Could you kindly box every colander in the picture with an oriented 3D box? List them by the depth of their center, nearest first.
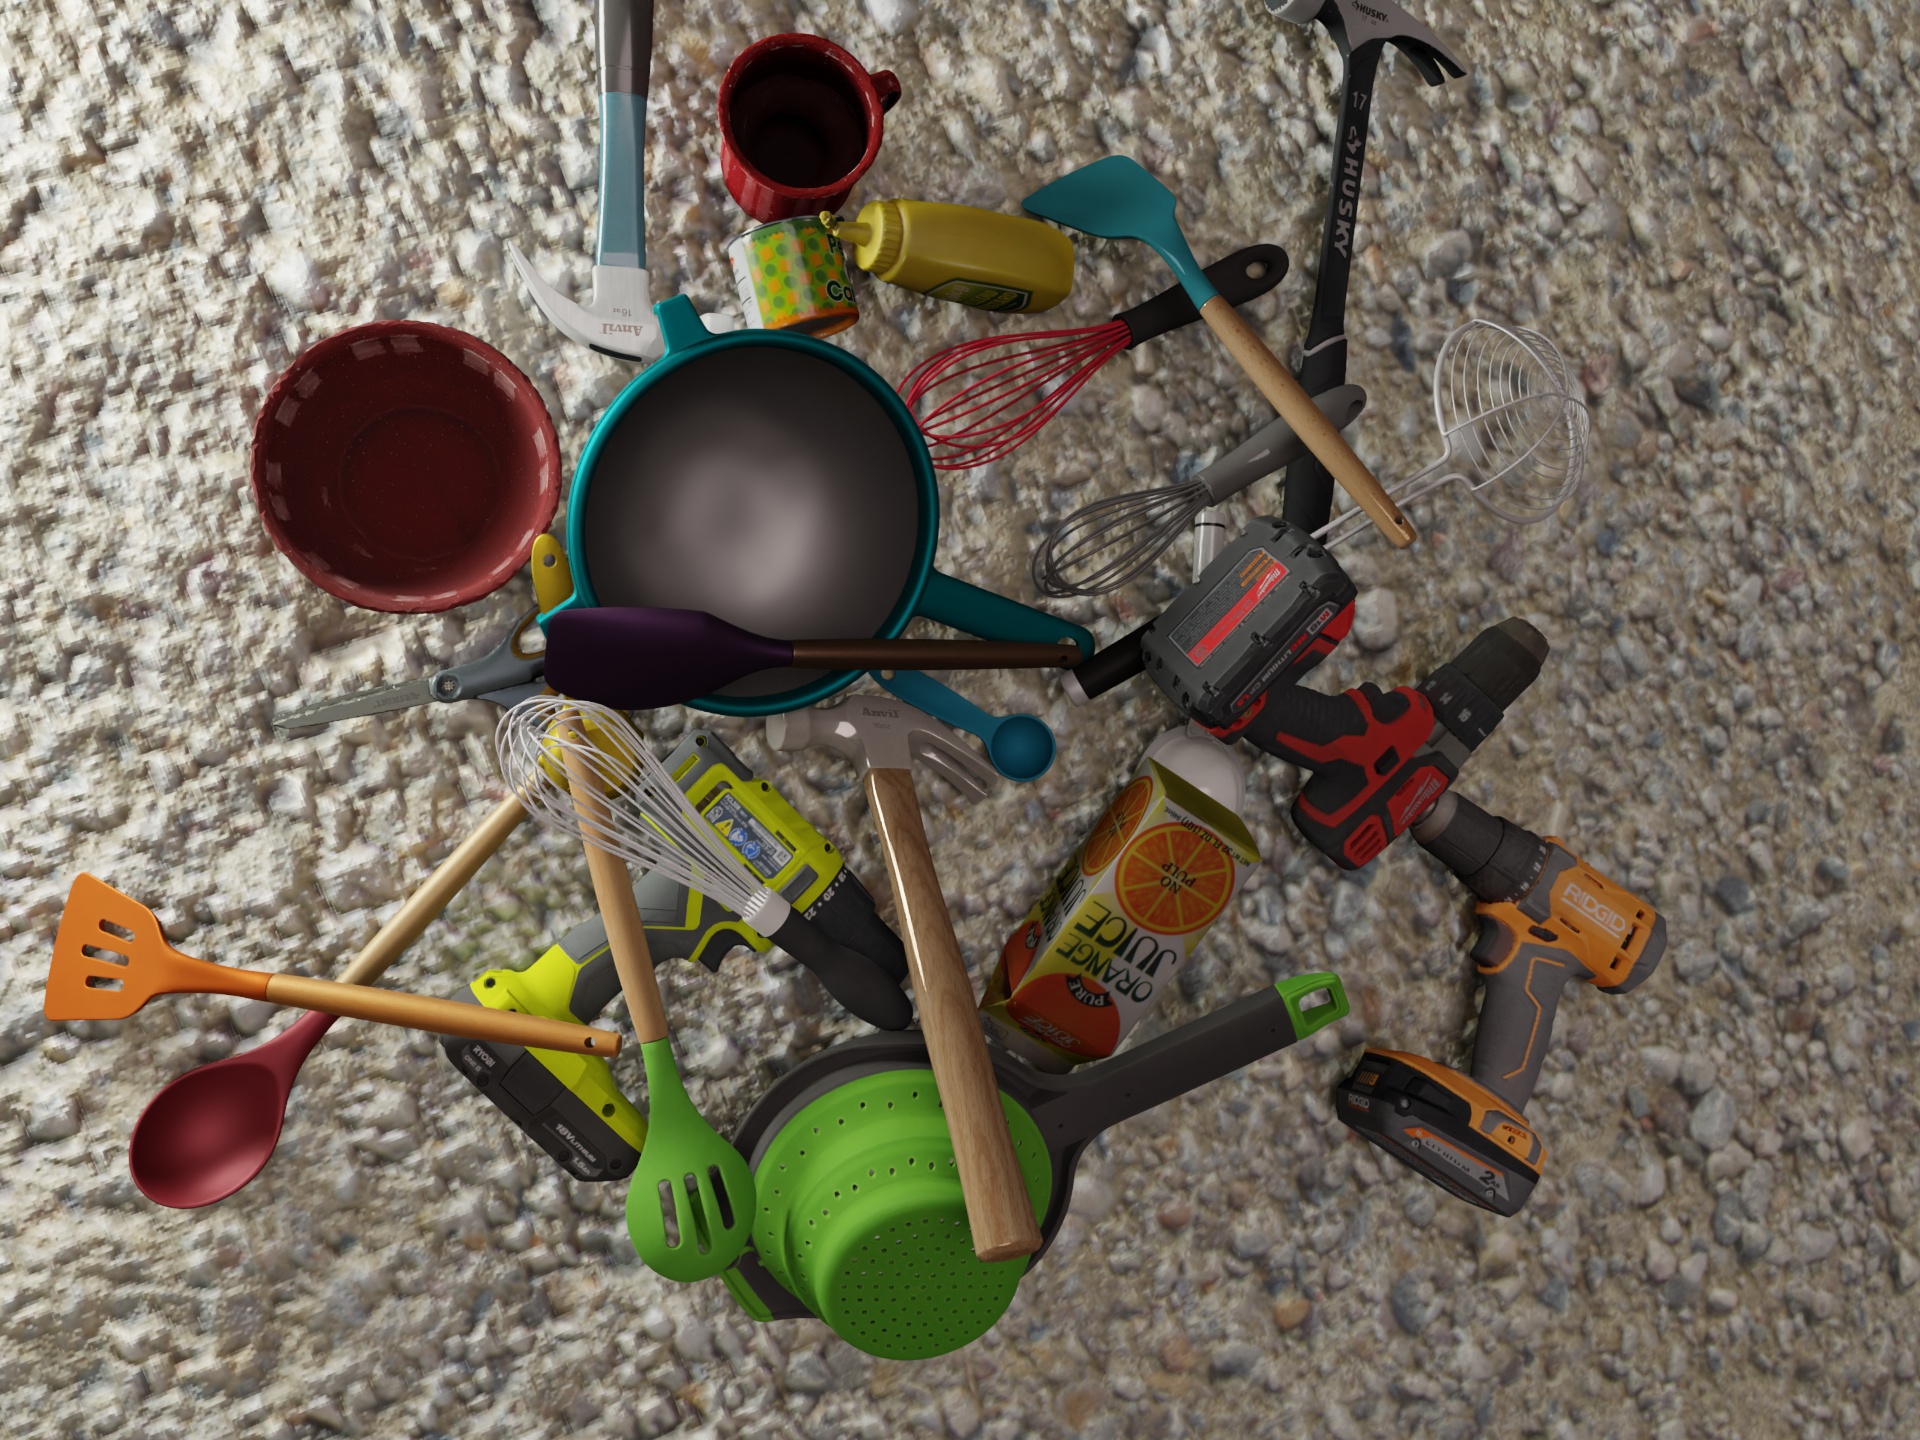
[{"bbox_3d":[0.046,0.249,0.884,0.397,0.095,0.204,-24,114,-1],"label":"colander"}]

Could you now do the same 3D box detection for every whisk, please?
[{"bbox_3d":[-0.126,0.083,0.845,0.284,0.070,0.070,42,81,-22],"label":"whisk"},{"bbox_3d":[0.145,-0.141,0.949,0.239,0.055,0.055,-31,96,-10],"label":"whisk"},{"bbox_3d":[0.084,-0.230,0.974,0.296,0.073,0.073,-29,95,-18],"label":"whisk"}]

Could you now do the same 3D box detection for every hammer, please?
[{"bbox_3d":[-0.013,0.127,0.869,0.130,0.031,0.332,2,55,-29],"label":"hammer"},{"bbox_3d":[-0.195,-0.375,0.926,0.128,0.033,0.331,1,89,-13],"label":"hammer"},{"bbox_3d":[0.236,-0.256,1.006,0.149,0.036,0.409,6,91,-29],"label":"hammer"}]

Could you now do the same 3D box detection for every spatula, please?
[{"bbox_3d":[-0.335,0.144,0.838,0.322,0.041,0.081,9,83,3],"label":"spatula"},{"bbox_3d":[-0.071,-0.035,0.882,0.315,0.018,0.059,-2,117,-26],"label":"spatula"},{"bbox_3d":[0.162,-0.222,0.943,0.082,0.044,0.317,-32,78,-20],"label":"spatula"}]

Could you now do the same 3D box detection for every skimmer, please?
[{"bbox_3d":[0.220,-0.114,0.972,0.363,0.090,0.127,-31,100,6],"label":"skimmer"}]

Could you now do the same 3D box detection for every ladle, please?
[{"bbox_3d":[-0.333,0.138,0.889,0.069,0.031,0.315,44,79,-11],"label":"ladle"}]

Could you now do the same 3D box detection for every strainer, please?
[{"bbox_3d":[-0.073,-0.097,0.927,0.340,0.095,0.211,18,97,-32],"label":"strainer"},{"bbox_3d":[0.151,-0.021,0.992,0.086,0.050,0.258,6,84,-27],"label":"strainer"}]

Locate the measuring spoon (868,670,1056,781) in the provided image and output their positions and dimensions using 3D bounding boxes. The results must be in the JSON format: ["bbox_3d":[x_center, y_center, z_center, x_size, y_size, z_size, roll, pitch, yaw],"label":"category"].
[{"bbox_3d":[-0.002,-0.003,0.972,0.128,0.021,0.042,29,76,-1],"label":"measuring spoon"}]

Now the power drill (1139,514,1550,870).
[{"bbox_3d":[0.235,-0.026,0.936,0.188,0.080,0.226,-47,127,10],"label":"power drill"}]

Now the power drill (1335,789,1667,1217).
[{"bbox_3d":[0.325,0.170,1.006,0.185,0.084,0.226,34,78,-9],"label":"power drill"}]

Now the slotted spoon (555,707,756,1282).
[{"bbox_3d":[-0.172,0.146,0.847,0.070,0.031,0.314,-14,87,-21],"label":"slotted spoon"}]

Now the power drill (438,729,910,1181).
[{"bbox_3d":[-0.157,0.145,0.903,0.190,0.080,0.228,46,78,-8],"label":"power drill"}]

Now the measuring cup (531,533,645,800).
[{"bbox_3d":[-0.214,-0.026,0.885,0.062,0.029,0.156,-15,112,-19],"label":"measuring cup"}]
